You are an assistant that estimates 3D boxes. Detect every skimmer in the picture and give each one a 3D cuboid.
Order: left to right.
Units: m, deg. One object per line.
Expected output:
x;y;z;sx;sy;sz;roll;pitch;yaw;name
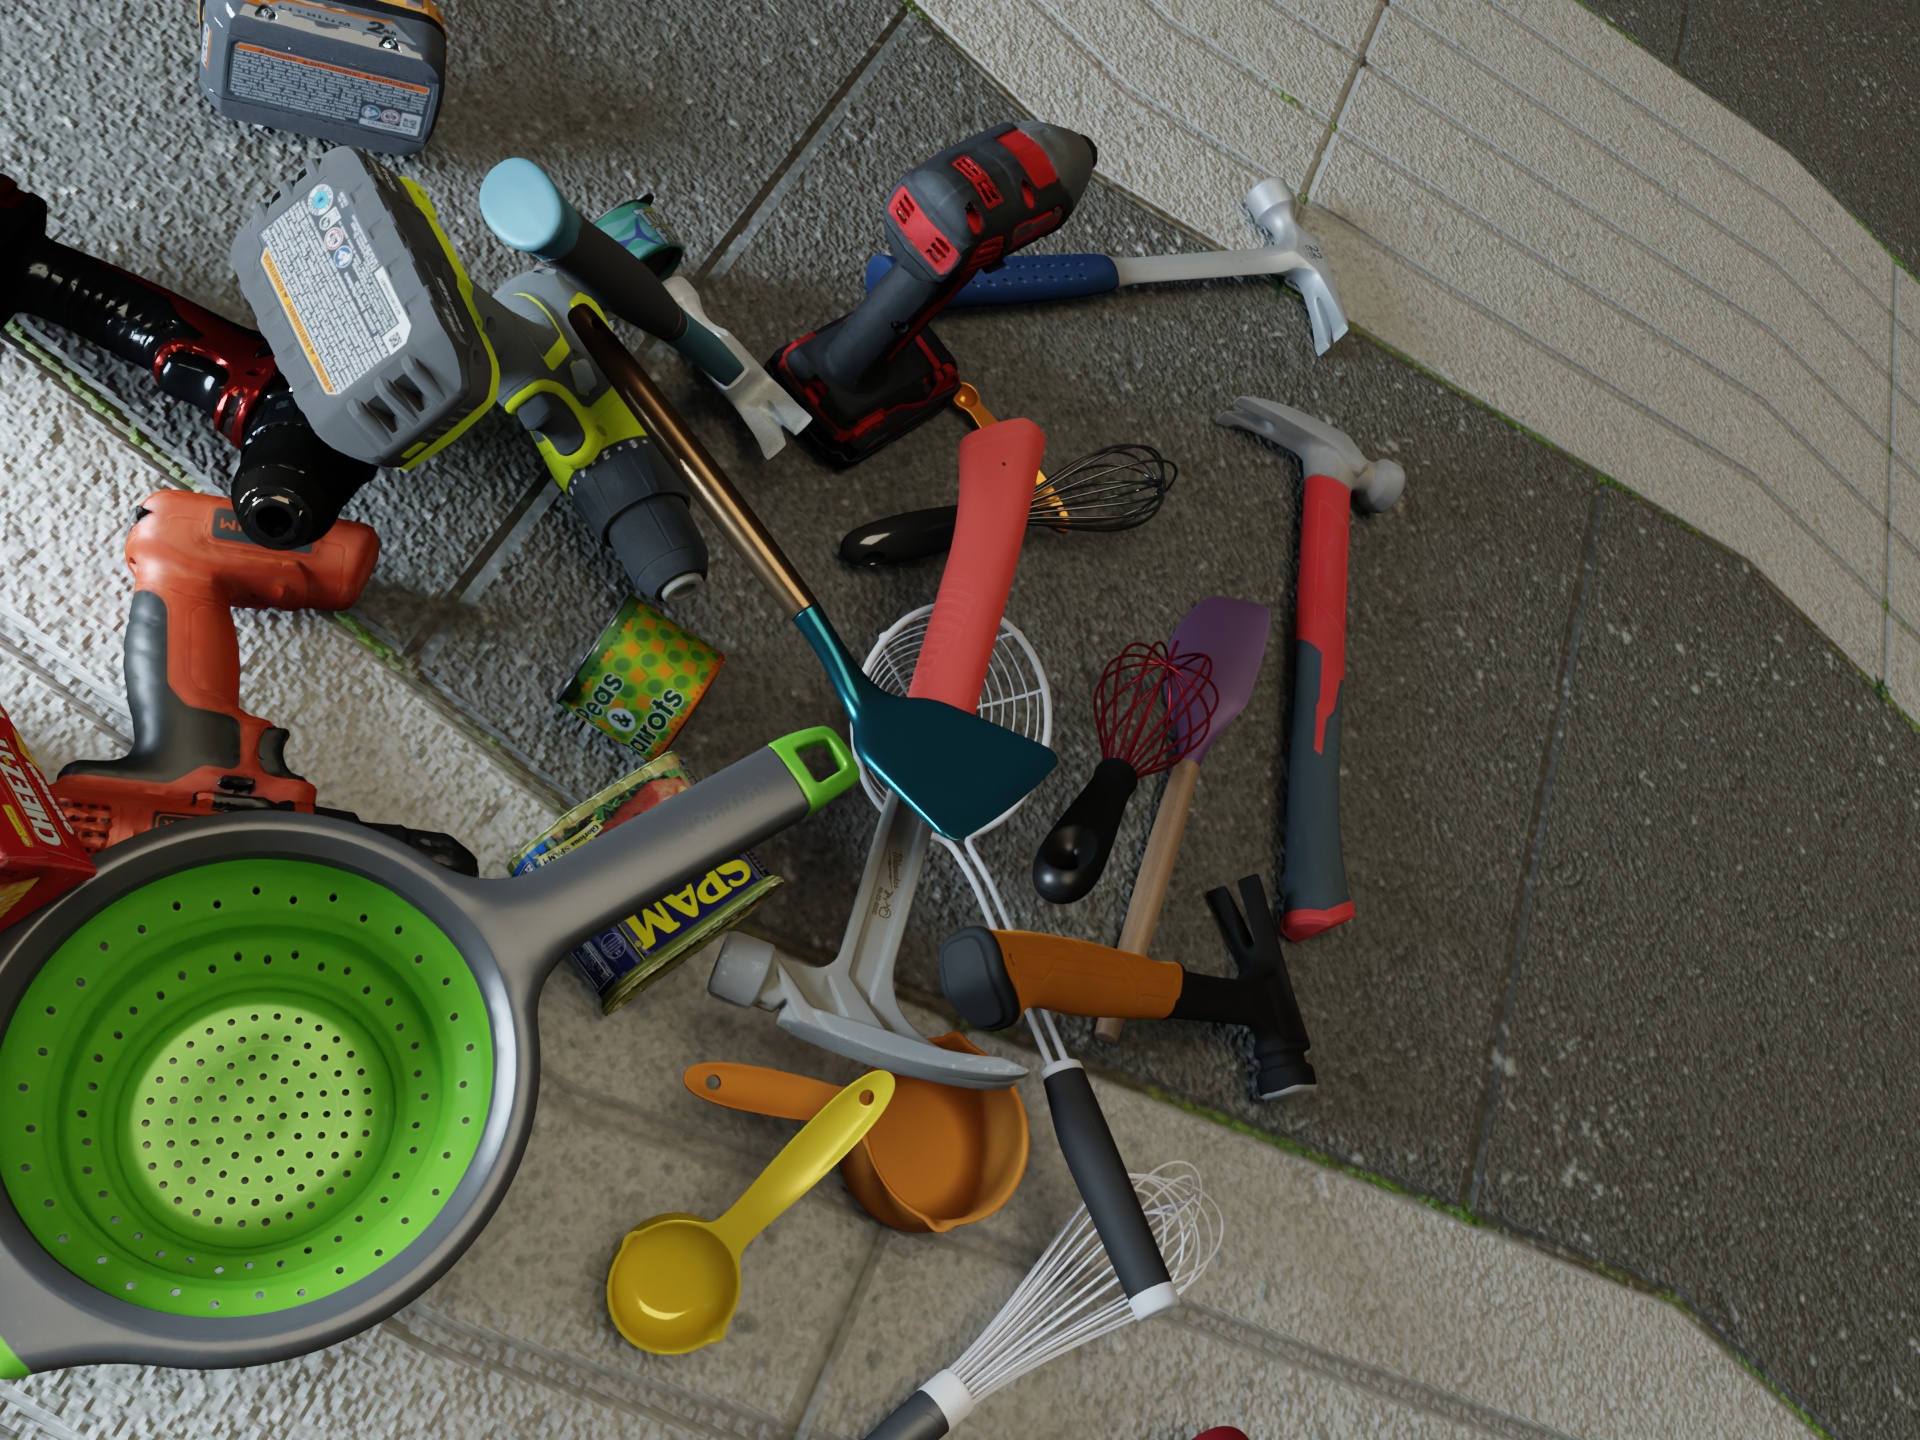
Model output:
0.040;0.107;0.793;0.127;0.090;0.364;-2;55;-32;skimmer

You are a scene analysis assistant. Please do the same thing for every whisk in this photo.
0.017;0.295;0.741;0.284;0.070;0.070;-28;82;-32;whisk
0.034;-0.127;0.963;0.239;0.055;0.055;-17;75;-28;whisk
0.087;0.023;0.851;0.073;0.073;0.296;45;29;-3;whisk

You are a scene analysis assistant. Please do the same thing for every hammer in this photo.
-0.148;-0.198;0.765;0.033;0.331;0.128;-43;86;6;hammer
-0.001;-0.003;0.795;0.149;0.036;0.359;20;61;-8;hammer
0.115;-0.309;1.111;0.405;0.035;0.144;-15;74;-34;hammer
0.090;0.124;0.785;0.336;0.034;0.127;19;53;-55;hammer
0.221;-0.042;1.037;0.143;0.038;0.387;21;57;-18;hammer

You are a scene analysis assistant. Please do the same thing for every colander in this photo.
-0.212;0.111;0.660;0.397;0.094;0.204;-29;79;-31;colander

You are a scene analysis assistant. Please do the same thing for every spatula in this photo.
-0.083;-0.077;0.748;0.082;0.044;0.317;-35;85;-39;spatula
0.126;0.047;0.945;0.060;0.018;0.316;12;57;14;spatula

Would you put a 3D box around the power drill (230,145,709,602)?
-0.212;-0.153;0.753;0.191;0.080;0.228;60;14;15;power drill

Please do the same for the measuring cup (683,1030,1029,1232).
-0.055;0.191;0.754;0.173;0.052;0.095;17;59;-20;measuring cup

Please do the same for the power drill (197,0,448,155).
-0.371;-0.430;0.868;0.185;0.084;0.226;5;60;-28;power drill

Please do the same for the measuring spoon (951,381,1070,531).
0.031;-0.165;1.009;0.021;0.011;0.117;-39;92;-33;measuring spoon

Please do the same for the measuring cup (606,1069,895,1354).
-0.090;0.211;0.704;0.156;0.029;0.062;-42;96;-15;measuring cup

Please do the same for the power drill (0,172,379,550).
-0.363;-0.157;0.696;0.226;0.080;0.188;20;27;-21;power drill

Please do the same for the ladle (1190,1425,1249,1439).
0.023;0.340;0.704;0.315;0.031;0.069;19;81;-29;ladle

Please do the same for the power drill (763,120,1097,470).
-0.013;-0.244;0.889;0.078;0.219;0.143;50;53;1;power drill
